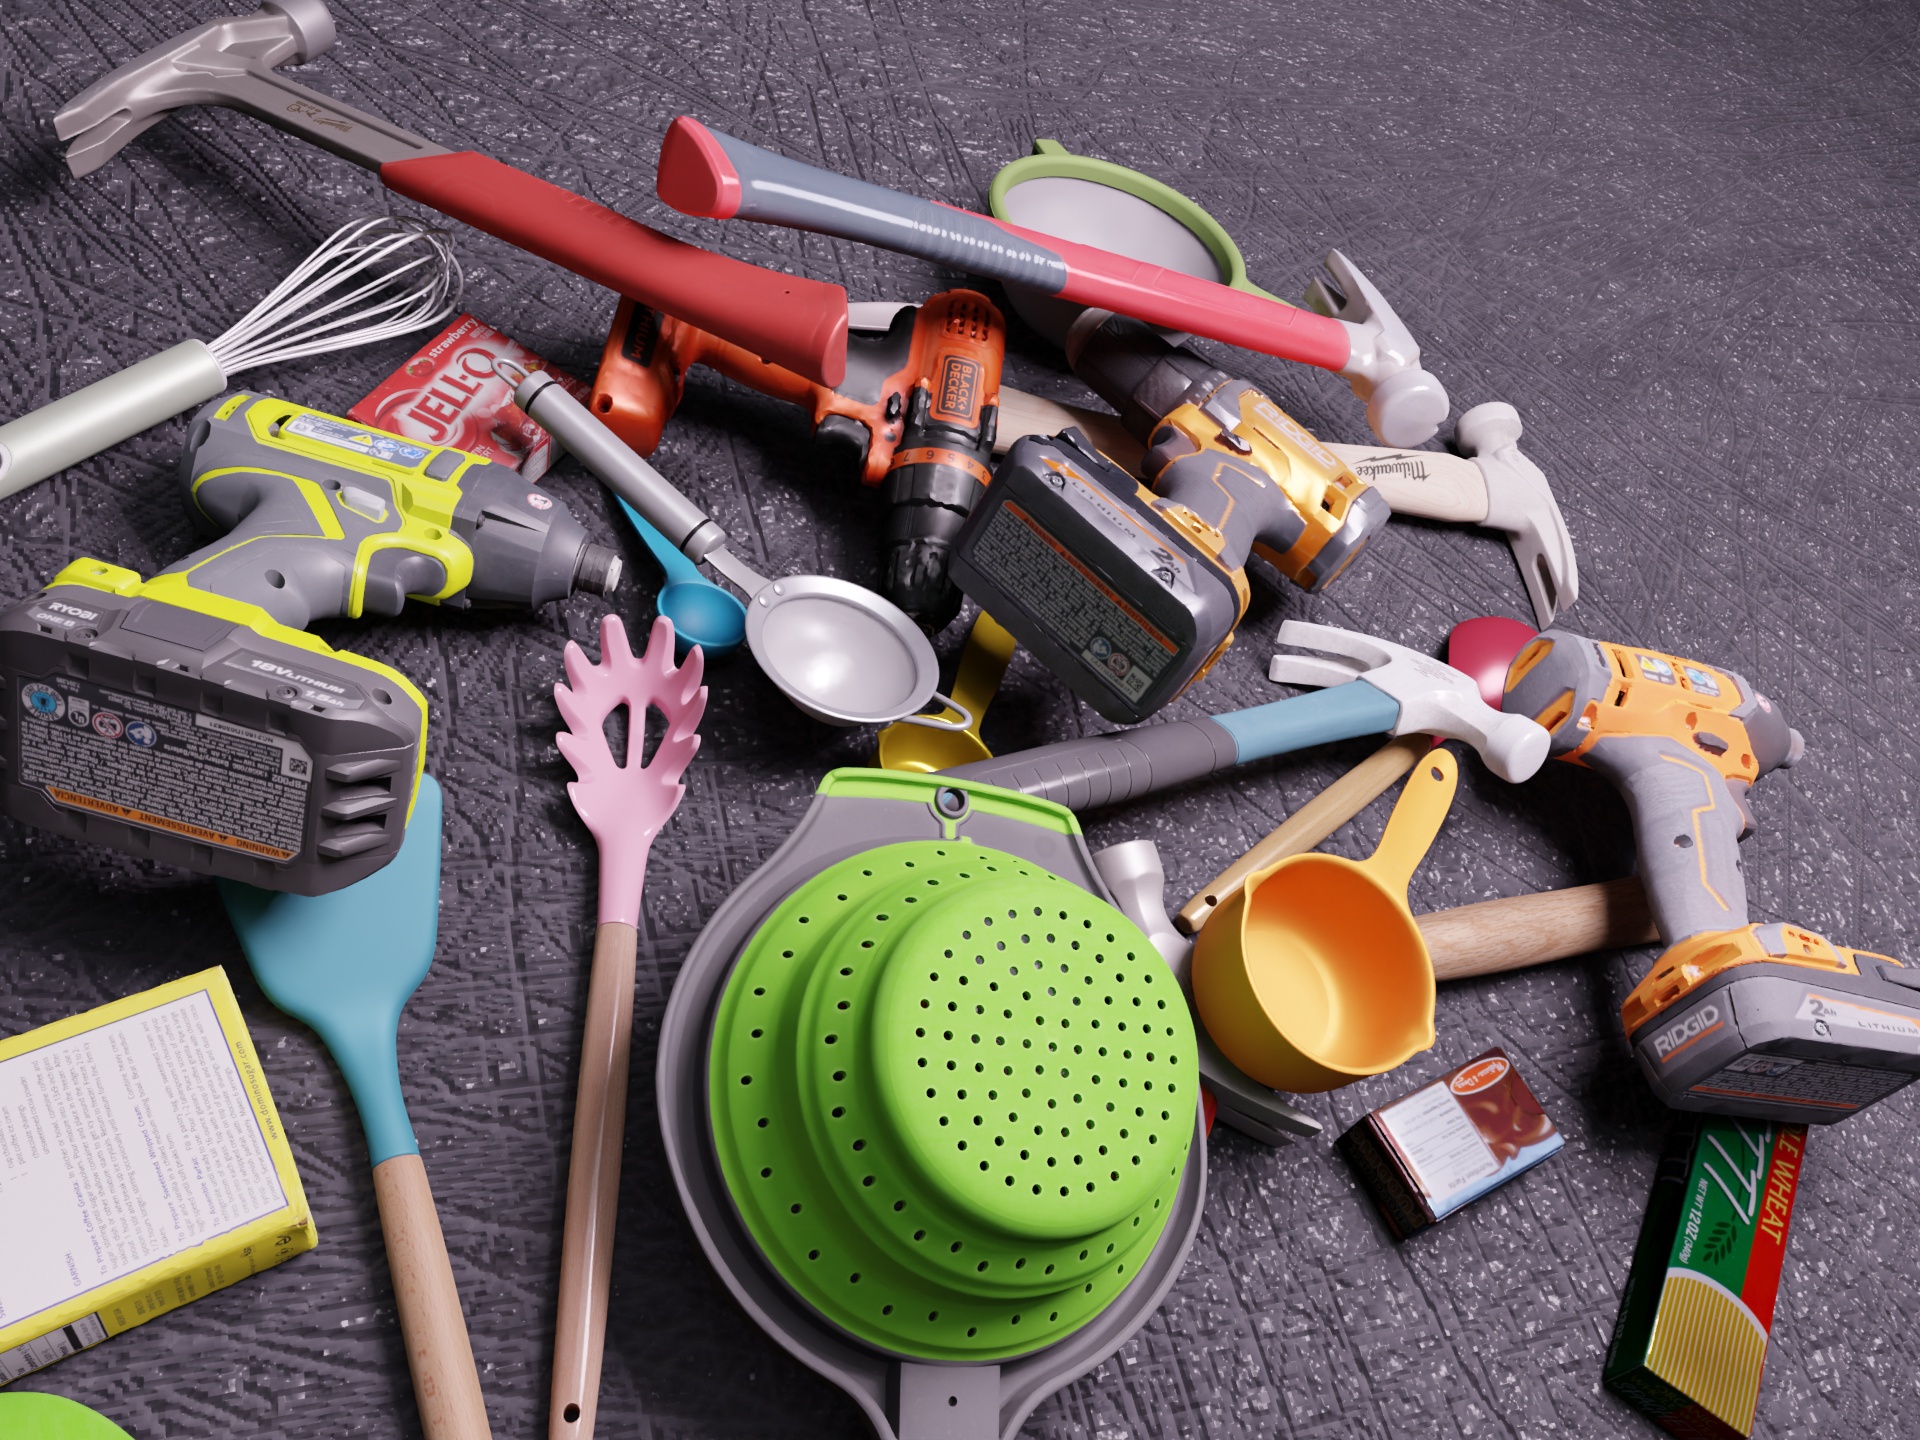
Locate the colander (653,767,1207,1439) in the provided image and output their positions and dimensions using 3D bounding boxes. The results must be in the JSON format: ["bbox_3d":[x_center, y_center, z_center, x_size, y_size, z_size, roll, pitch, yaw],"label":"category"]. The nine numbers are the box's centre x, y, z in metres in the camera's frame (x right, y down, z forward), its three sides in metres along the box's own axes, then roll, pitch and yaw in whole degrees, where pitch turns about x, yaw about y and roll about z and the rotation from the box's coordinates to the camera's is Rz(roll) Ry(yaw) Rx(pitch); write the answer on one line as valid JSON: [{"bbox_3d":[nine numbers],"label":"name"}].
[{"bbox_3d":[0.008,0.190,0.488,0.204,0.094,0.397,10,65,-20],"label":"colander"}]

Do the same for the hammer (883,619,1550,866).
[{"bbox_3d":[0.102,0.013,0.696,0.331,0.033,0.128,-11,35,-31],"label":"hammer"}]

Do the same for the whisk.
[{"bbox_3d":[-0.318,-0.157,0.687,0.246,0.059,0.058,-40,95,-33],"label":"whisk"}]

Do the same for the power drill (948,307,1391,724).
[{"bbox_3d":[0.086,-0.110,0.737,0.185,0.084,0.226,43,41,10],"label":"power drill"}]

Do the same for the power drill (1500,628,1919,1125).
[{"bbox_3d":[0.356,0.064,0.733,0.164,0.084,0.227,10,49,-20],"label":"power drill"}]

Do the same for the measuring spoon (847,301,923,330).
[{"bbox_3d":[-0.055,-0.211,0.852,0.124,0.018,0.034,-10,60,-35],"label":"measuring spoon"}]

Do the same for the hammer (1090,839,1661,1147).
[{"bbox_3d":[0.214,0.103,0.711,0.331,0.031,0.130,-4,67,-27],"label":"hammer"}]

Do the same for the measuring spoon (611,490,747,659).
[{"bbox_3d":[-0.135,-0.071,0.719,0.042,0.021,0.129,-6,49,-37],"label":"measuring spoon"}]

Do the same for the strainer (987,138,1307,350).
[{"bbox_3d":[0.126,-0.226,0.893,0.256,0.069,0.152,25,44,-2],"label":"strainer"}]

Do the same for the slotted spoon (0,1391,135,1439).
[{"bbox_3d":[-0.147,0.227,0.457,0.313,0.031,0.070,10,61,-27],"label":"slotted spoon"}]

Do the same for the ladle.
[{"bbox_3d":[0.209,0.021,0.781,0.315,0.031,0.069,-31,69,-34],"label":"ladle"}]

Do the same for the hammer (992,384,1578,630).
[{"bbox_3d":[0.146,-0.134,0.860,0.410,0.038,0.146,5,56,-18],"label":"hammer"}]

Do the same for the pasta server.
[{"bbox_3d":[-0.129,0.098,0.582,0.060,0.040,0.317,1,56,-6],"label":"pasta server"}]

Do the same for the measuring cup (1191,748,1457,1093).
[{"bbox_3d":[0.156,0.076,0.647,0.095,0.052,0.174,41,52,-1],"label":"measuring cup"}]

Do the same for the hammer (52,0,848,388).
[{"bbox_3d":[-0.210,-0.225,0.699,0.359,0.036,0.149,27,54,13],"label":"hammer"}]

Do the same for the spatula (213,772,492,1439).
[{"bbox_3d":[-0.177,0.164,0.512,0.082,0.044,0.318,-8,60,-32],"label":"spatula"}]

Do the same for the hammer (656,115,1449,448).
[{"bbox_3d":[0.049,-0.220,0.750,0.386,0.038,0.143,9,42,-23],"label":"hammer"}]

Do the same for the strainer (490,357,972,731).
[{"bbox_3d":[-0.103,-0.070,0.677,0.258,0.050,0.087,42,40,3],"label":"strainer"}]

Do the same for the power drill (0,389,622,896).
[{"bbox_3d":[-0.229,-0.041,0.583,0.171,0.080,0.223,16,31,-6],"label":"power drill"}]

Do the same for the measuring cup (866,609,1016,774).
[{"bbox_3d":[-0.001,-0.002,0.718,0.062,0.029,0.157,29,41,-6],"label":"measuring cup"}]
